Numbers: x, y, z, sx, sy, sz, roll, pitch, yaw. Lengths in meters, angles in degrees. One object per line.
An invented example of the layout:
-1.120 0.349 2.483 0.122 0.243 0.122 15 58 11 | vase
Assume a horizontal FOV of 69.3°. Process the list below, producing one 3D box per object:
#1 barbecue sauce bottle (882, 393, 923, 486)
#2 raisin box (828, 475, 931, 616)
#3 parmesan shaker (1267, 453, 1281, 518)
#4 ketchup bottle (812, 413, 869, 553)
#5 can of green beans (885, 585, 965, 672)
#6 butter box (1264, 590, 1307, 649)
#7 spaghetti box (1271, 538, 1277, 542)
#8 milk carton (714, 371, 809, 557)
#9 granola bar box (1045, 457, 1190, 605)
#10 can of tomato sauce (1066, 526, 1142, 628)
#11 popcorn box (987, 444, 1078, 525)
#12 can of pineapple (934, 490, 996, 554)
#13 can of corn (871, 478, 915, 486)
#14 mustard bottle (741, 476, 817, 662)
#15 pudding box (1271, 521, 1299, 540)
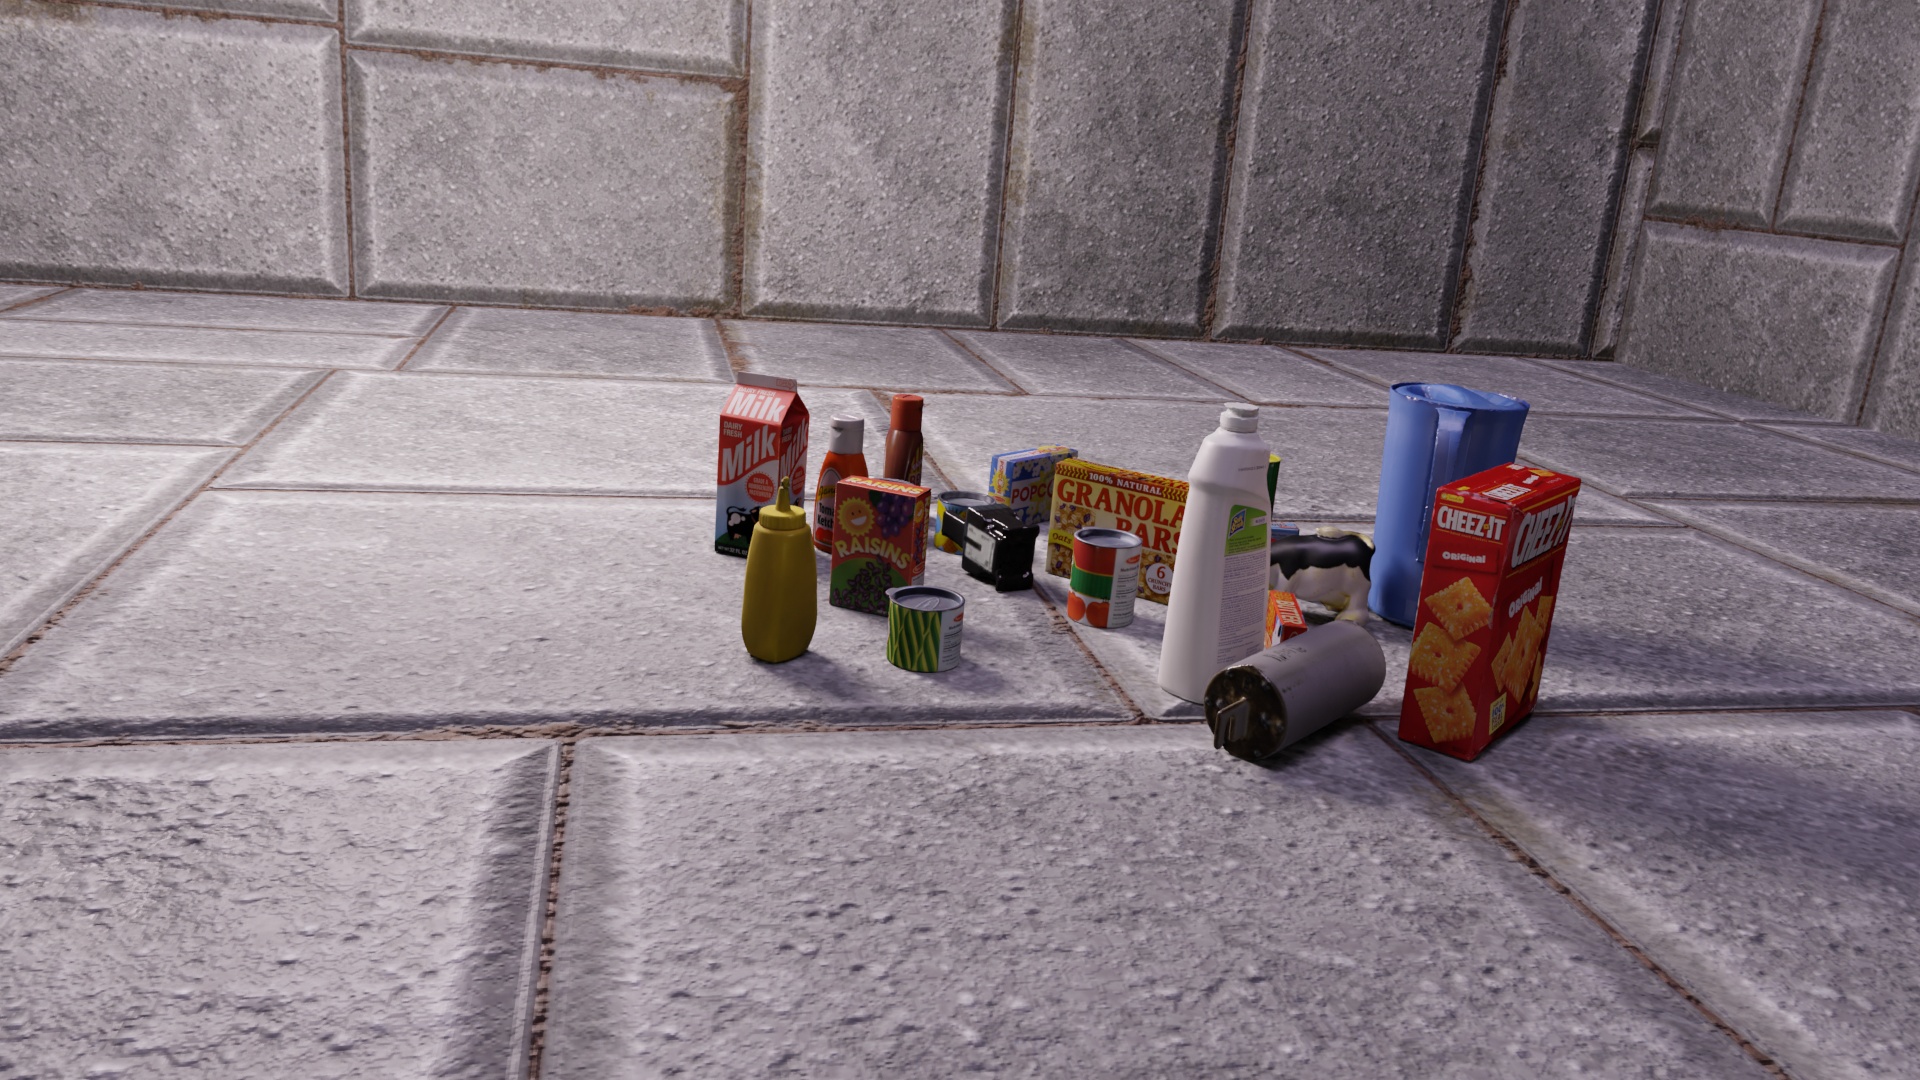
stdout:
-0.067 -0.096 1.629 0.044 0.148 0.065 9 16 15 | barbecue sauce bottle
-0.077 0.006 1.324 0.086 0.123 0.040 11 17 20 | raisin box
0.346 -0.054 1.682 0.071 0.102 0.071 4 16 -1 | parmesan shaker
-0.125 -0.061 1.493 0.065 0.148 0.044 15 19 32 | ketchup bottle
-0.031 0.077 1.213 0.071 0.057 0.071 4 16 -1 | can of green beans
0.299 0.086 1.282 0.024 0.053 0.104 6 16 5 | butter box
0.289 0.010 1.544 0.250 0.050 0.029 18 21 38 | spaghetti box
-0.208 -0.081 1.463 0.072 0.190 0.074 10 17 17 | milk carton
0.174 -0.010 1.447 0.165 0.123 0.039 15 19 31 | granola bar box
0.138 0.036 1.356 0.071 0.082 0.071 4 16 -1 | can of tomato sauce
0.087 -0.066 1.683 0.038 0.085 0.127 18 21 39 | popcorn box
0.006 -0.019 1.549 0.071 0.057 0.071 4 16 -1 | can of pineapple
-0.085 -0.034 1.573 0.071 0.058 0.071 4 16 -1 | can of corn
-0.153 0.021 1.185 0.049 0.159 0.065 14 18 30 | mustard bottle
0.339 0.003 1.581 0.084 0.049 0.030 4 16 -3 | pudding box
